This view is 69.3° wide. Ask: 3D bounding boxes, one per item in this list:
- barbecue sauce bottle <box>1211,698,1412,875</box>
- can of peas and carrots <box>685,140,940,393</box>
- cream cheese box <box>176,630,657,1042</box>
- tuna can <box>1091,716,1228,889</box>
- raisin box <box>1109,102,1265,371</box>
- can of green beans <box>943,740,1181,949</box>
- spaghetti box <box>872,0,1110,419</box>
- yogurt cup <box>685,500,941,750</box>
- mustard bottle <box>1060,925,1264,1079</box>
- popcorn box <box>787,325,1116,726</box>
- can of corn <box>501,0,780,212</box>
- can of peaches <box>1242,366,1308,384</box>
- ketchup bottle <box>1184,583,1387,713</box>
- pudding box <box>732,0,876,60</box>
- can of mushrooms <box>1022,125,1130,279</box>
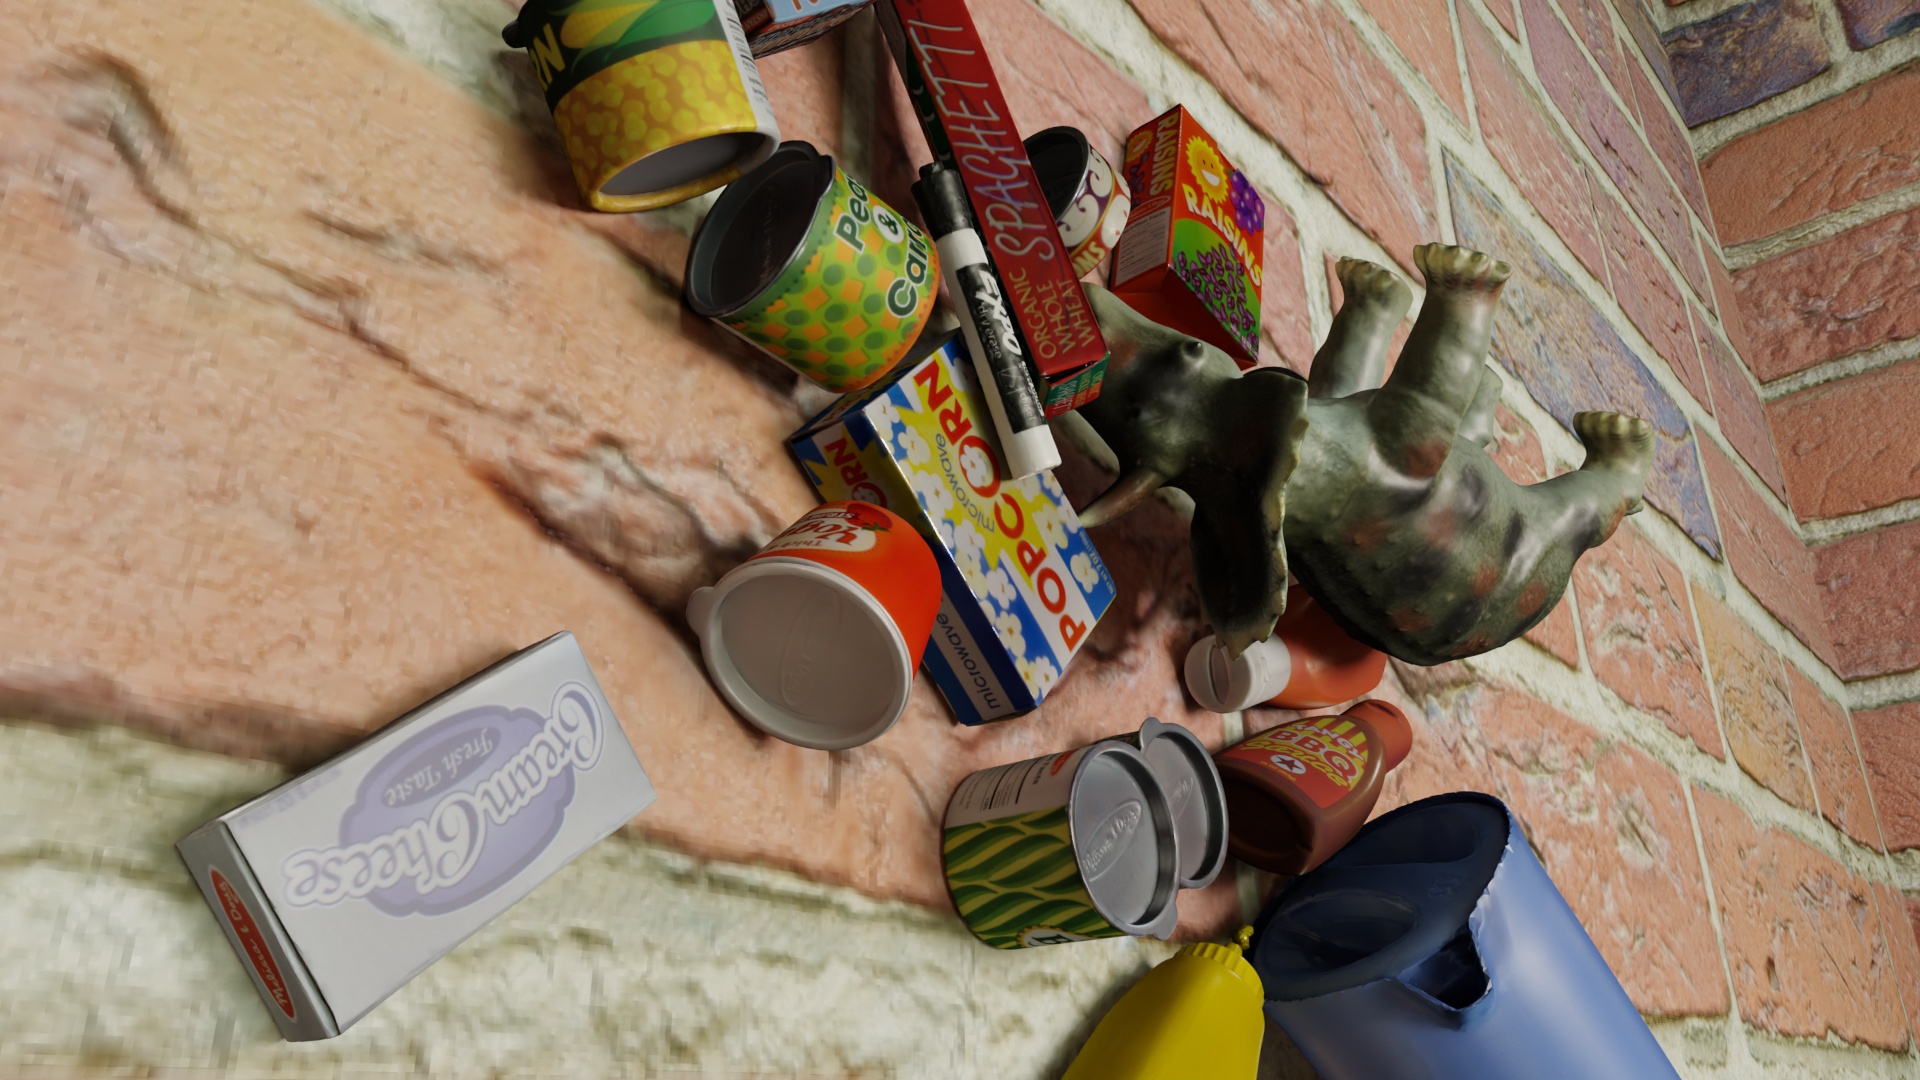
[{"bbox_3d":[0.168,0.109,0.650,0.149,0.065,0.043,-13,123,-52],"label":"barbecue sauce bottle"},{"bbox_3d":[-0.048,-0.092,0.468,0.058,0.071,0.071,30,52,-41],"label":"can of peas and carrots"},{"bbox_3d":[-0.125,0.067,0.337,0.104,0.024,0.053,-35,102,-52],"label":"cream cheese box"},{"bbox_3d":[0.076,0.107,0.562,0.071,0.032,0.071,25,55,-43],"label":"tuna can"},{"bbox_3d":[0.122,-0.157,0.735,0.086,0.040,0.124,38,47,-34],"label":"raisin box"},{"bbox_3d":[0.036,0.109,0.491,0.071,0.057,0.071,25,55,-43],"label":"can of green beans"},{"bbox_3d":[0.001,-0.168,0.554,0.050,0.029,0.250,88,-19,-78],"label":"spaghetti box"},{"bbox_3d":[-0.039,0.023,0.433,0.072,0.072,0.054,57,31,-16],"label":"yogurt cup"},{"bbox_3d":[0.079,0.196,0.512,0.161,0.048,0.065,-39,105,-52],"label":"mustard bottle"},{"bbox_3d":[0.002,-0.006,0.517,0.126,0.038,0.085,60,38,-13],"label":"popcorn box"},{"bbox_3d":[-0.099,-0.141,0.434,0.071,0.071,0.058,-22,92,-53],"label":"can of corn"},{"bbox_3d":[0.171,-0.054,0.729,0.058,0.071,0.071,10,67,-49],"label":"can of peaches"},{"bbox_3d":[0.162,0.055,0.683,0.149,0.043,0.064,-6,88,-52],"label":"ketchup bottle"},{"bbox_3d":[-0.067,-0.200,0.511,0.084,0.049,0.030,-44,111,-50],"label":"pudding box"},{"bbox_3d":[0.038,-0.141,0.601,0.033,0.071,0.071,35,49,-39],"label":"can of mushrooms"}]
